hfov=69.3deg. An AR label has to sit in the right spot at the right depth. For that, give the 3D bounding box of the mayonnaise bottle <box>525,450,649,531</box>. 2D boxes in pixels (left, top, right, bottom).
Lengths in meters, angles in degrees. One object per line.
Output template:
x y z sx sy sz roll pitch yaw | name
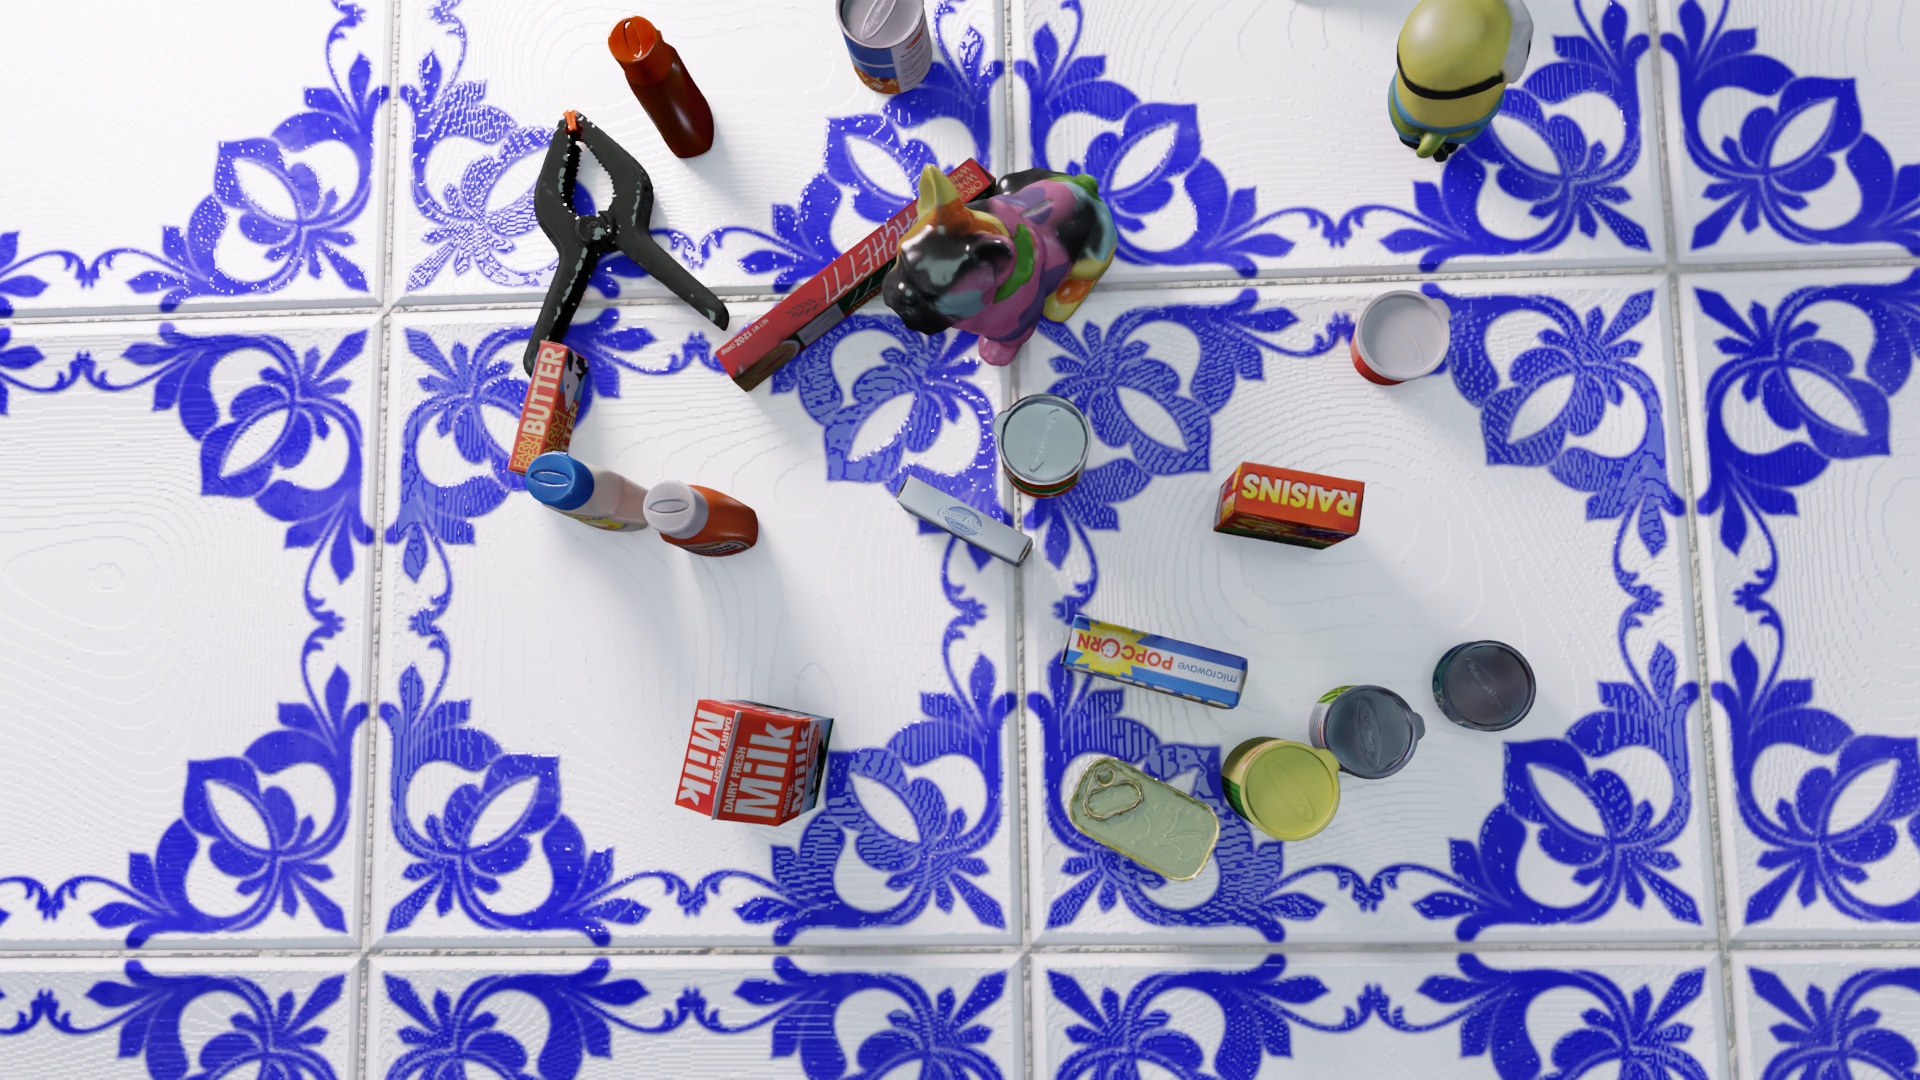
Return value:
-0.272 -0.034 1.008 0.065 0.148 0.041 7 85 4 | mayonnaise bottle

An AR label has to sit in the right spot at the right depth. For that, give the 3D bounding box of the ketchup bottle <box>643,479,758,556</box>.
-0.190 -0.016 1.000 0.065 0.148 0.043 -4 84 3 | ketchup bottle

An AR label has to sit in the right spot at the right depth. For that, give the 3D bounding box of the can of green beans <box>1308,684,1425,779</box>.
0.289 0.137 1.001 0.071 0.058 0.071 0 84 3 | can of green beans

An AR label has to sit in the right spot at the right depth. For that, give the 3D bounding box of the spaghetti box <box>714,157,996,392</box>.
-0.078 -0.203 1.065 0.250 0.050 0.029 -38 83 -1 | spaghetti box

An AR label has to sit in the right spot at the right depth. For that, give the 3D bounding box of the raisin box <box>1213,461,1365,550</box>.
0.231 -0.023 0.990 0.086 0.123 0.040 11 85 5 | raisin box

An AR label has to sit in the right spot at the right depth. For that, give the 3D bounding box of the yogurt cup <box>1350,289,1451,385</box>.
0.323 -0.147 1.034 0.072 0.054 0.072 0 84 3 | yogurt cup

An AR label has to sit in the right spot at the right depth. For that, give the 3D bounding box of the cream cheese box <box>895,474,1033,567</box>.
0.004 -0.013 1.037 0.104 0.053 0.024 27 86 6 | cream cheese box

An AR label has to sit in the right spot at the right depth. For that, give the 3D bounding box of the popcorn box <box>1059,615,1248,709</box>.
0.137 0.088 1.001 0.127 0.085 0.038 14 85 5 | popcorn box

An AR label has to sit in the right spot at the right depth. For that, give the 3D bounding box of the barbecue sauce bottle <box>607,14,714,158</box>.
-0.224 -0.342 1.040 0.044 0.148 0.065 -16 83 2 | barbecue sauce bottle

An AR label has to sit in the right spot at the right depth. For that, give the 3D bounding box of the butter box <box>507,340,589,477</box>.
-0.315 -0.097 1.065 0.024 0.053 0.103 12 84 5 | butter box

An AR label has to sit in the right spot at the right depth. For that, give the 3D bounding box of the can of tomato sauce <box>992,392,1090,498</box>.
0.060 -0.068 1.025 0.071 0.083 0.071 0 84 3 | can of tomato sauce

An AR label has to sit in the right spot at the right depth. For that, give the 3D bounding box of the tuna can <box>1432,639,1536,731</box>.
0.378 0.107 1.011 0.071 0.033 0.071 0 83 3 | tuna can

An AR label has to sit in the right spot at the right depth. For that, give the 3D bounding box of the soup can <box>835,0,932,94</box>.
-0.059 -0.393 1.069 0.071 0.083 0.071 0 84 3 | soup can

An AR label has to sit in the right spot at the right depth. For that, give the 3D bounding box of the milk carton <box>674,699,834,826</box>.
-0.142 0.151 0.957 0.073 0.190 0.072 11 85 5 | milk carton

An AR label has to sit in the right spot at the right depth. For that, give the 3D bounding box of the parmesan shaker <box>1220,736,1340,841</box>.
0.226 0.171 0.978 0.071 0.103 0.071 0 84 3 | parmesan shaker
